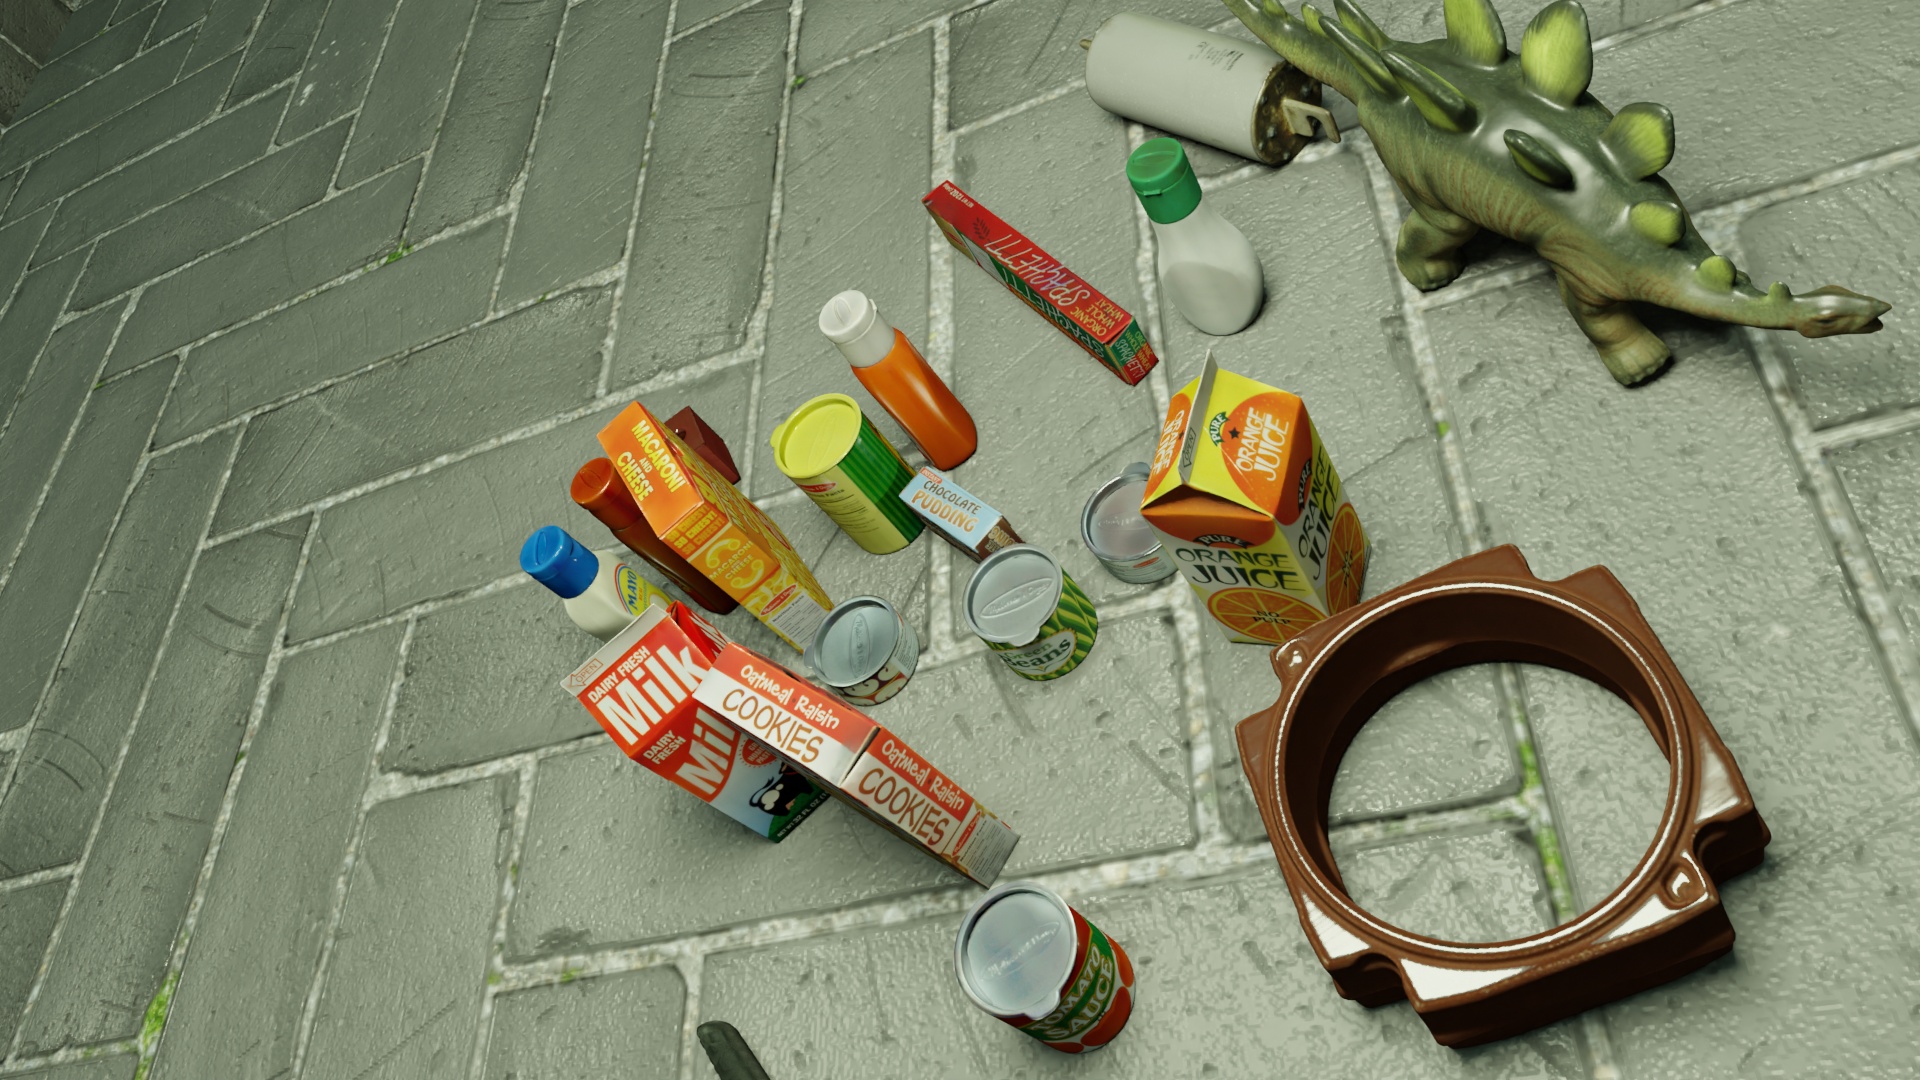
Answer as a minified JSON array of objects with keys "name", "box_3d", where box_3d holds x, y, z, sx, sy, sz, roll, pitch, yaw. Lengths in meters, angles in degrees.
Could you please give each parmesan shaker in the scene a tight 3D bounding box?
[{"name":"parmesan shaker","box_3d":[-0.073,-0.044,0.943,0.071,0.102,0.071,-16,53,22]}]

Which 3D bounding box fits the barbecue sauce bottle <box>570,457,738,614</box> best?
[{"name":"barbecue sauce bottle","box_3d":[-0.209,-0.004,0.967,0.044,0.148,0.065,-50,48,-7]}]

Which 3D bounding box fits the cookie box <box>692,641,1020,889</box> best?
[{"name":"cookie box","box_3d":[-0.055,0.126,0.774,0.123,0.167,0.040,22,73,39]}]

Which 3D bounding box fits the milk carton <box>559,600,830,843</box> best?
[{"name":"milk carton","box_3d":[-0.151,0.103,0.831,0.072,0.190,0.074,-42,48,0]}]

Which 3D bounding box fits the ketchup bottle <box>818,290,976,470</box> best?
[{"name":"ketchup bottle","box_3d":[-0.041,-0.110,0.938,0.043,0.148,0.065,-33,49,8]}]

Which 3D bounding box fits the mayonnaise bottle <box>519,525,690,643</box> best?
[{"name":"mayonnaise bottle","box_3d":[-0.239,0.041,0.954,0.041,0.147,0.065,-24,50,16]}]

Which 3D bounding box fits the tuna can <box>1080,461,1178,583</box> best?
[{"name":"tuna can","box_3d":[0.111,-0.011,0.858,0.071,0.032,0.071,-15,53,22]}]

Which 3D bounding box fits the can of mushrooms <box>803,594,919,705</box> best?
[{"name":"can of mushrooms","box_3d":[-0.064,0.072,0.906,0.071,0.033,0.071,-15,53,22]}]

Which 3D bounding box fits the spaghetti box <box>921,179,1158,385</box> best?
[{"name":"spaghetti box","box_3d":[0.053,-0.190,1.003,0.029,0.050,0.251,-43,48,-1]}]

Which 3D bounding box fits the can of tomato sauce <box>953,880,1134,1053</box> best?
[{"name":"can of tomato sauce","box_3d":[0.046,0.220,0.707,0.071,0.083,0.071,-16,53,22]}]

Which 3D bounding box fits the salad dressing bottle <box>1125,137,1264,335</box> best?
[{"name":"salad dressing bottle","box_3d":[0.148,-0.191,0.881,0.064,0.147,0.044,1,61,32]}]

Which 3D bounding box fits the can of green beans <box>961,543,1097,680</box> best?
[{"name":"can of green beans","box_3d":[0.043,0.044,0.845,0.071,0.057,0.071,-15,53,22]}]

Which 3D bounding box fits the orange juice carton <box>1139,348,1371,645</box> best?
[{"name":"orange juice carton","box_3d":[0.153,-0.016,0.729,0.073,0.192,0.072,3,62,33]}]

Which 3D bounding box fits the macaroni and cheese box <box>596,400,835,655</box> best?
[{"name":"macaroni and cheese box","box_3d":[-0.158,-0.007,0.926,0.040,0.166,0.124,-42,48,1]}]

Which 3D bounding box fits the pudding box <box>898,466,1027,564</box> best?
[{"name":"pudding box","box_3d":[0.003,-0.011,0.911,0.030,0.049,0.084,-49,48,-6]}]
